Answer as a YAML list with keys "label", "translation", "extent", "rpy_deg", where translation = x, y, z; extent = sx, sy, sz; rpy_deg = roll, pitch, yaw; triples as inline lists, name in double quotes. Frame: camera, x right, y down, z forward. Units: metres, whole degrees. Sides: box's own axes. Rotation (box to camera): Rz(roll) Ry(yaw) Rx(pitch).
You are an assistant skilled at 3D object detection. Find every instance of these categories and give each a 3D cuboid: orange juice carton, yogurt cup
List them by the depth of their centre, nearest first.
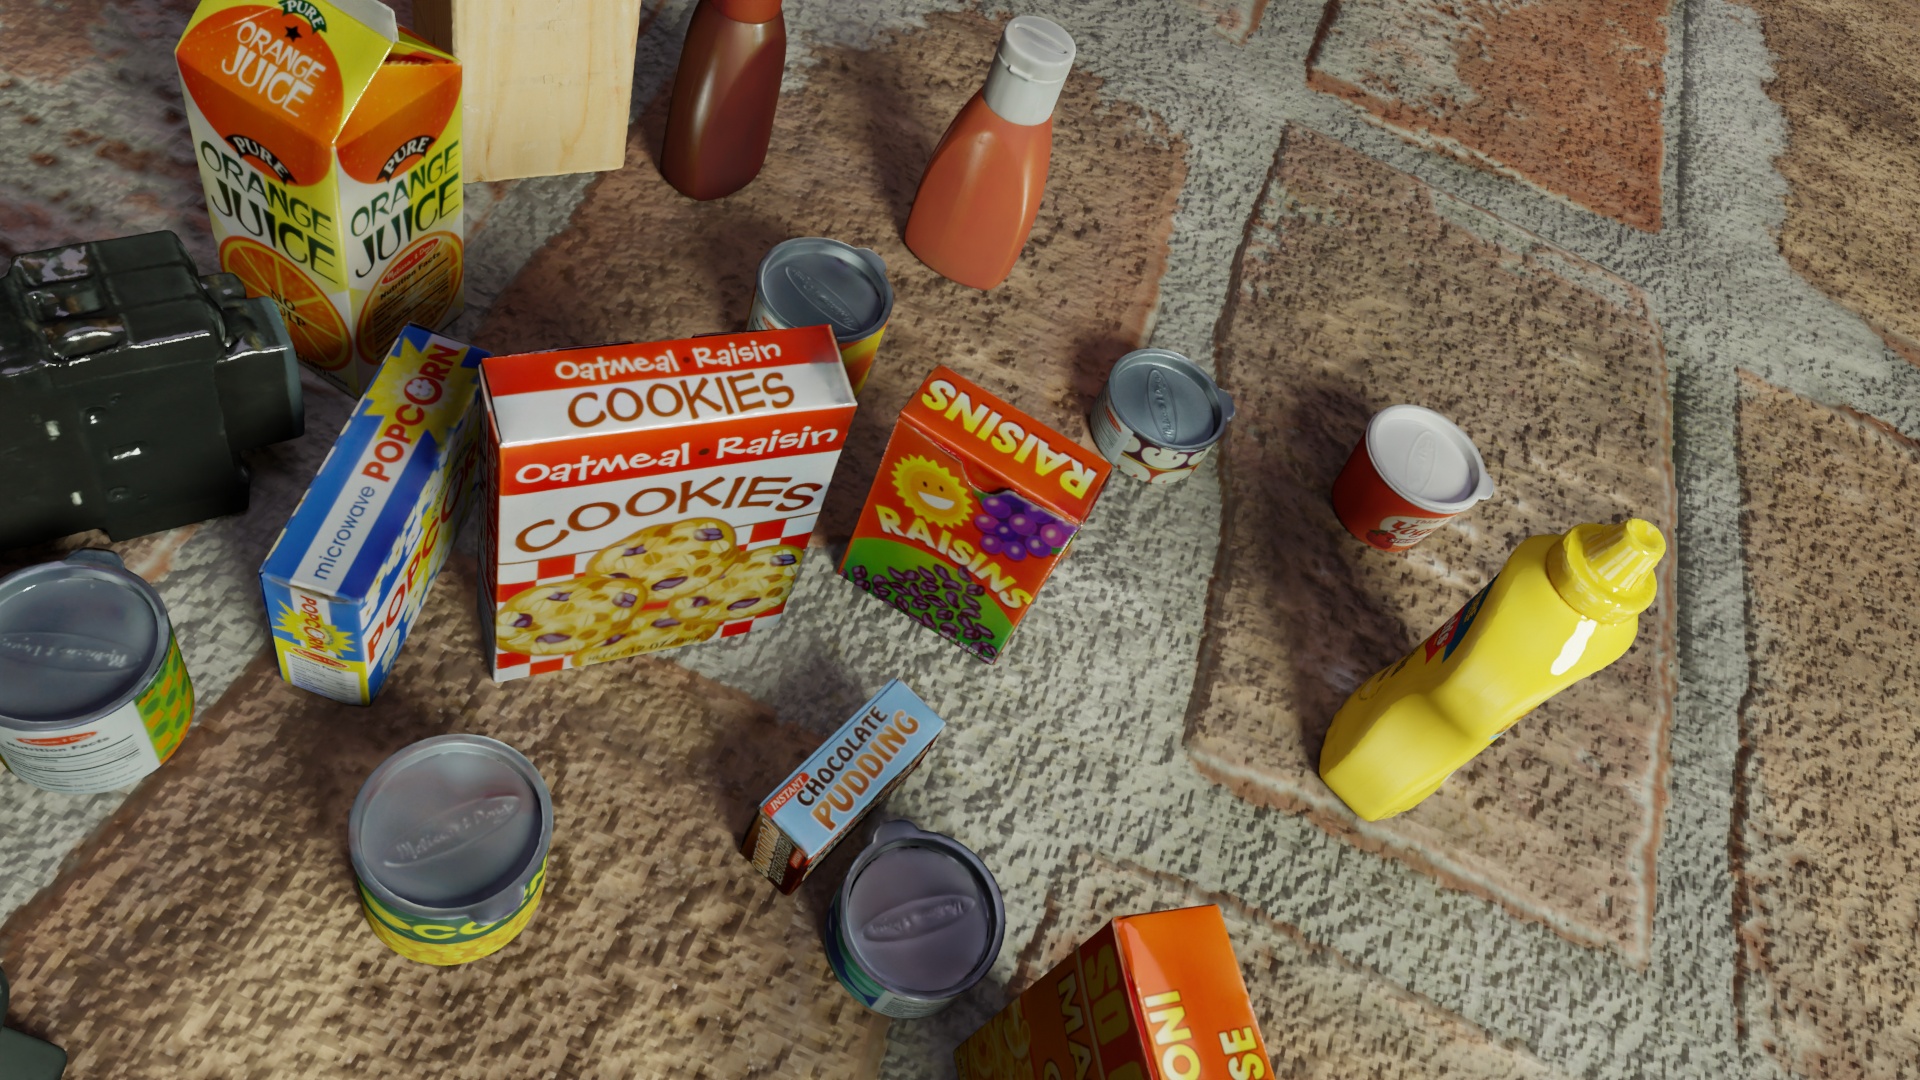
- label: "orange juice carton"
  translation: [-0.255, -0.154, 0.565]
  extent: [0.072, 0.191, 0.073]
  rpy_deg: [32, 53, 3]
- label: "yogurt cup"
  translation: [0.234, -0.030, 0.738]
  extent: [0.072, 0.053, 0.073]
  rpy_deg: [9, 55, -13]

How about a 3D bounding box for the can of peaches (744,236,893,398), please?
- label: "can of peaches"
  translation: [-0.070, -0.105, 0.680]
  extent: [0.071, 0.057, 0.071]
  rpy_deg: [9, 55, -13]

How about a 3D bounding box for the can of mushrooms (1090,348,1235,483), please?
- label: "can of mushrooms"
  translation: [0.105, -0.065, 0.729]
  extent: [0.071, 0.033, 0.071]
  rpy_deg: [9, 55, -13]

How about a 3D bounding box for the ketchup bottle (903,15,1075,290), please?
- label: "ketchup bottle"
  translation: [0.018, -0.198, 0.716]
  extent: [0.065, 0.148, 0.044]
  rpy_deg: [30, 53, 2]

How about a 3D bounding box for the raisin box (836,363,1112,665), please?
- label: "raisin box"
  translation: [0.002, -0.008, 0.599]
  extent: [0.086, 0.122, 0.040]
  rpy_deg: [32, 53, 3]

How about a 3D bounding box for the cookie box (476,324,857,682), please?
- label: "cookie box"
  translation: [-0.119, -0.011, 0.532]
  extent: [0.123, 0.166, 0.040]
  rpy_deg: [-10, 62, -25]

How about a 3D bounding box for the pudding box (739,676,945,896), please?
- label: "pudding box"
  translation: [-0.047, 0.098, 0.557]
  extent: [0.030, 0.049, 0.084]
  rpy_deg: [41, 54, 10]

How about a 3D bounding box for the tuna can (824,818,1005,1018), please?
- label: "tuna can"
  translation: [-0.019, 0.148, 0.543]
  extent: [0.071, 0.032, 0.071]
  rpy_deg: [9, 55, -13]

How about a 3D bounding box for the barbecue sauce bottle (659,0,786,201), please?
- label: "barbecue sauce bottle"
  translation: [-0.115, -0.242, 0.700]
  extent: [0.044, 0.147, 0.065]
  rpy_deg: [38, 54, 8]

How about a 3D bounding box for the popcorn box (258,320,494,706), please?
- label: "popcorn box"
  translation: [-0.225, -0.010, 0.546]
  extent: [0.038, 0.084, 0.127]
  rpy_deg: [18, 54, -7]

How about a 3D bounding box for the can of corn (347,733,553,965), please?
- label: "can of corn"
  translation: [-0.180, 0.113, 0.495]
  extent: [0.071, 0.058, 0.071]
  rpy_deg: [9, 55, -13]

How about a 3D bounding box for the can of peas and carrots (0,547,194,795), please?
- label: "can of peas and carrots"
  translation: [-0.312, 0.047, 0.493]
  extent: [0.071, 0.058, 0.071]
  rpy_deg: [9, 55, -13]

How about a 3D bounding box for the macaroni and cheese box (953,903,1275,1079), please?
- label: "macaroni and cheese box"
  translation: [0.050, 0.204, 0.447]
  extent: [0.040, 0.165, 0.124]
  rpy_deg: [-3, 59, -21]
